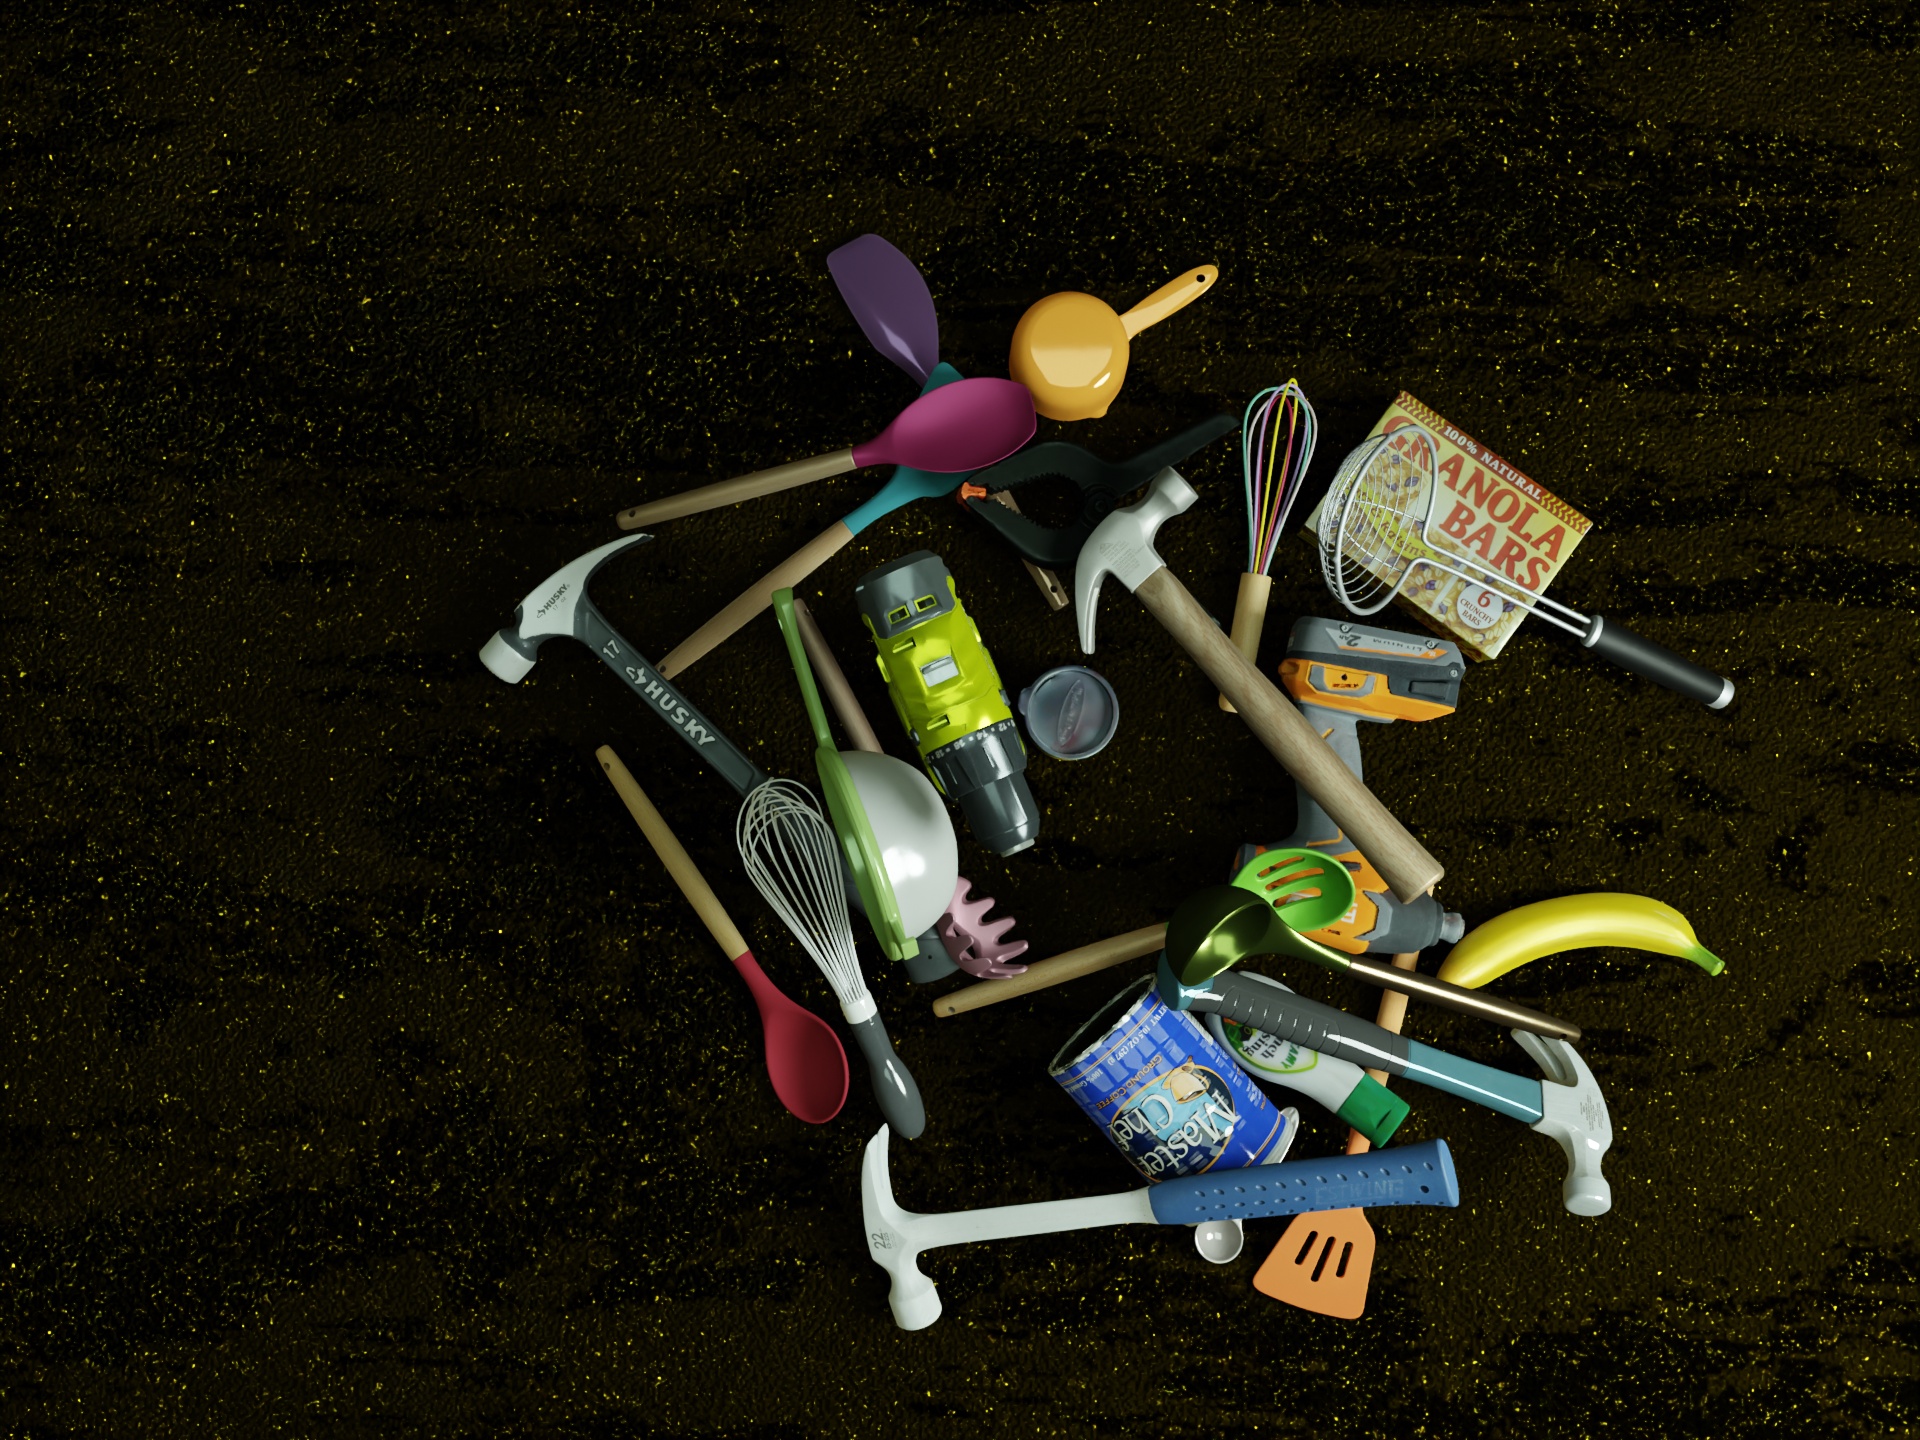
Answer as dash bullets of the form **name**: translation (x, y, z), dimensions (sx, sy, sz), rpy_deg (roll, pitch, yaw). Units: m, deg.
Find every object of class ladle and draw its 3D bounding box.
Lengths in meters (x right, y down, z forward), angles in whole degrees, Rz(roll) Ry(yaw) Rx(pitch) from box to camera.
- **ladle**: translation (0.282, 0.178, 1.061), dimensions (0.320, 0.062, 0.078), rpy_deg (18, 123, -14)
- **ladle**: translation (-0.175, 0.150, 1.150), dimensions (0.069, 0.031, 0.315), rpy_deg (-37, 84, 24)

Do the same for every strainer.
- **strainer**: translation (-0.057, 0.028, 1.054), dimensions (0.069, 0.151, 0.256), rpy_deg (-18, 91, -9)

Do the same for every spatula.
- **spatula**: translation (0.291, 0.265, 1.139), dimensions (0.081, 0.041, 0.323), rpy_deg (16, 83, 2)
- **spatula**: translation (-0.002, -0.221, 1.173), dimensions (0.060, 0.018, 0.316), rpy_deg (-29, 86, -7)
- **spatula**: translation (-0.106, -0.129, 1.157), dimensions (0.317, 0.044, 0.082), rpy_deg (-39, 75, 0)

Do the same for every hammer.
- **hammer**: translation (0.116, 0.315, 1.048), dimensions (0.405, 0.035, 0.144), rpy_deg (-14, 98, 23)
- **hammer**: translation (0.200, -0.011, 1.080), dimensions (0.130, 0.031, 0.331), rpy_deg (-43, 76, 14)
- **hammer**: translation (-0.150, 0.038, 1.143), dimensions (0.409, 0.036, 0.149), rpy_deg (43, 96, 0)
- **hammer**: translation (0.289, 0.226, 1.083), dimensions (0.331, 0.033, 0.128), rpy_deg (20, 50, -6)

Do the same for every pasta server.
- **pasta server**: translation (-0.045, 0.047, 1.138), dimensions (0.040, 0.060, 0.316), rpy_deg (-34, 78, 30)

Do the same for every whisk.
- **whisk**: translation (-0.084, 0.172, 1.110), dimensions (0.070, 0.070, 0.284), rpy_deg (-22, 104, 0)
- **whisk**: translation (0.216, -0.127, 1.151), dimensions (0.051, 0.047, 0.245), rpy_deg (10, 91, -6)

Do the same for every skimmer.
- **skimmer**: translation (0.395, -0.082, 1.077), dimensions (0.363, 0.090, 0.127), rpy_deg (23, 91, -14)

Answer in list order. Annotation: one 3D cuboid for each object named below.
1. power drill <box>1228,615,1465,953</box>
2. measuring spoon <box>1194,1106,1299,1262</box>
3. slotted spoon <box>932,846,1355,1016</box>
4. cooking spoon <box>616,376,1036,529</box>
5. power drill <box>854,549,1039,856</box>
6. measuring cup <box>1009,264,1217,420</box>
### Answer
- **power drill**: translation (0.286, 0.051, 1.119), dimensions (0.164, 0.084, 0.226), rpy_deg (11, 91, 6)
- **measuring spoon**: translation (0.208, 0.332, 1.143), dimensions (0.034, 0.018, 0.124), rpy_deg (33, 81, 4)
- **slotted spoon**: translation (0.120, 0.153, 1.105), dimensions (0.314, 0.031, 0.070), rpy_deg (-22, 113, 18)
- **cooking spoon**: translation (-0.100, -0.183, 1.145), dimensions (0.319, 0.017, 0.069), rpy_deg (-13, 75, 11)
- **power drill**: translation (-0.002, -0.003, 1.055), dimensions (0.080, 0.228, 0.190), rpy_deg (-24, 87, 0)
- **measuring cup**: translation (0.115, -0.289, 1.156), dimensions (0.173, 0.052, 0.095), rpy_deg (-32, 87, 1)
